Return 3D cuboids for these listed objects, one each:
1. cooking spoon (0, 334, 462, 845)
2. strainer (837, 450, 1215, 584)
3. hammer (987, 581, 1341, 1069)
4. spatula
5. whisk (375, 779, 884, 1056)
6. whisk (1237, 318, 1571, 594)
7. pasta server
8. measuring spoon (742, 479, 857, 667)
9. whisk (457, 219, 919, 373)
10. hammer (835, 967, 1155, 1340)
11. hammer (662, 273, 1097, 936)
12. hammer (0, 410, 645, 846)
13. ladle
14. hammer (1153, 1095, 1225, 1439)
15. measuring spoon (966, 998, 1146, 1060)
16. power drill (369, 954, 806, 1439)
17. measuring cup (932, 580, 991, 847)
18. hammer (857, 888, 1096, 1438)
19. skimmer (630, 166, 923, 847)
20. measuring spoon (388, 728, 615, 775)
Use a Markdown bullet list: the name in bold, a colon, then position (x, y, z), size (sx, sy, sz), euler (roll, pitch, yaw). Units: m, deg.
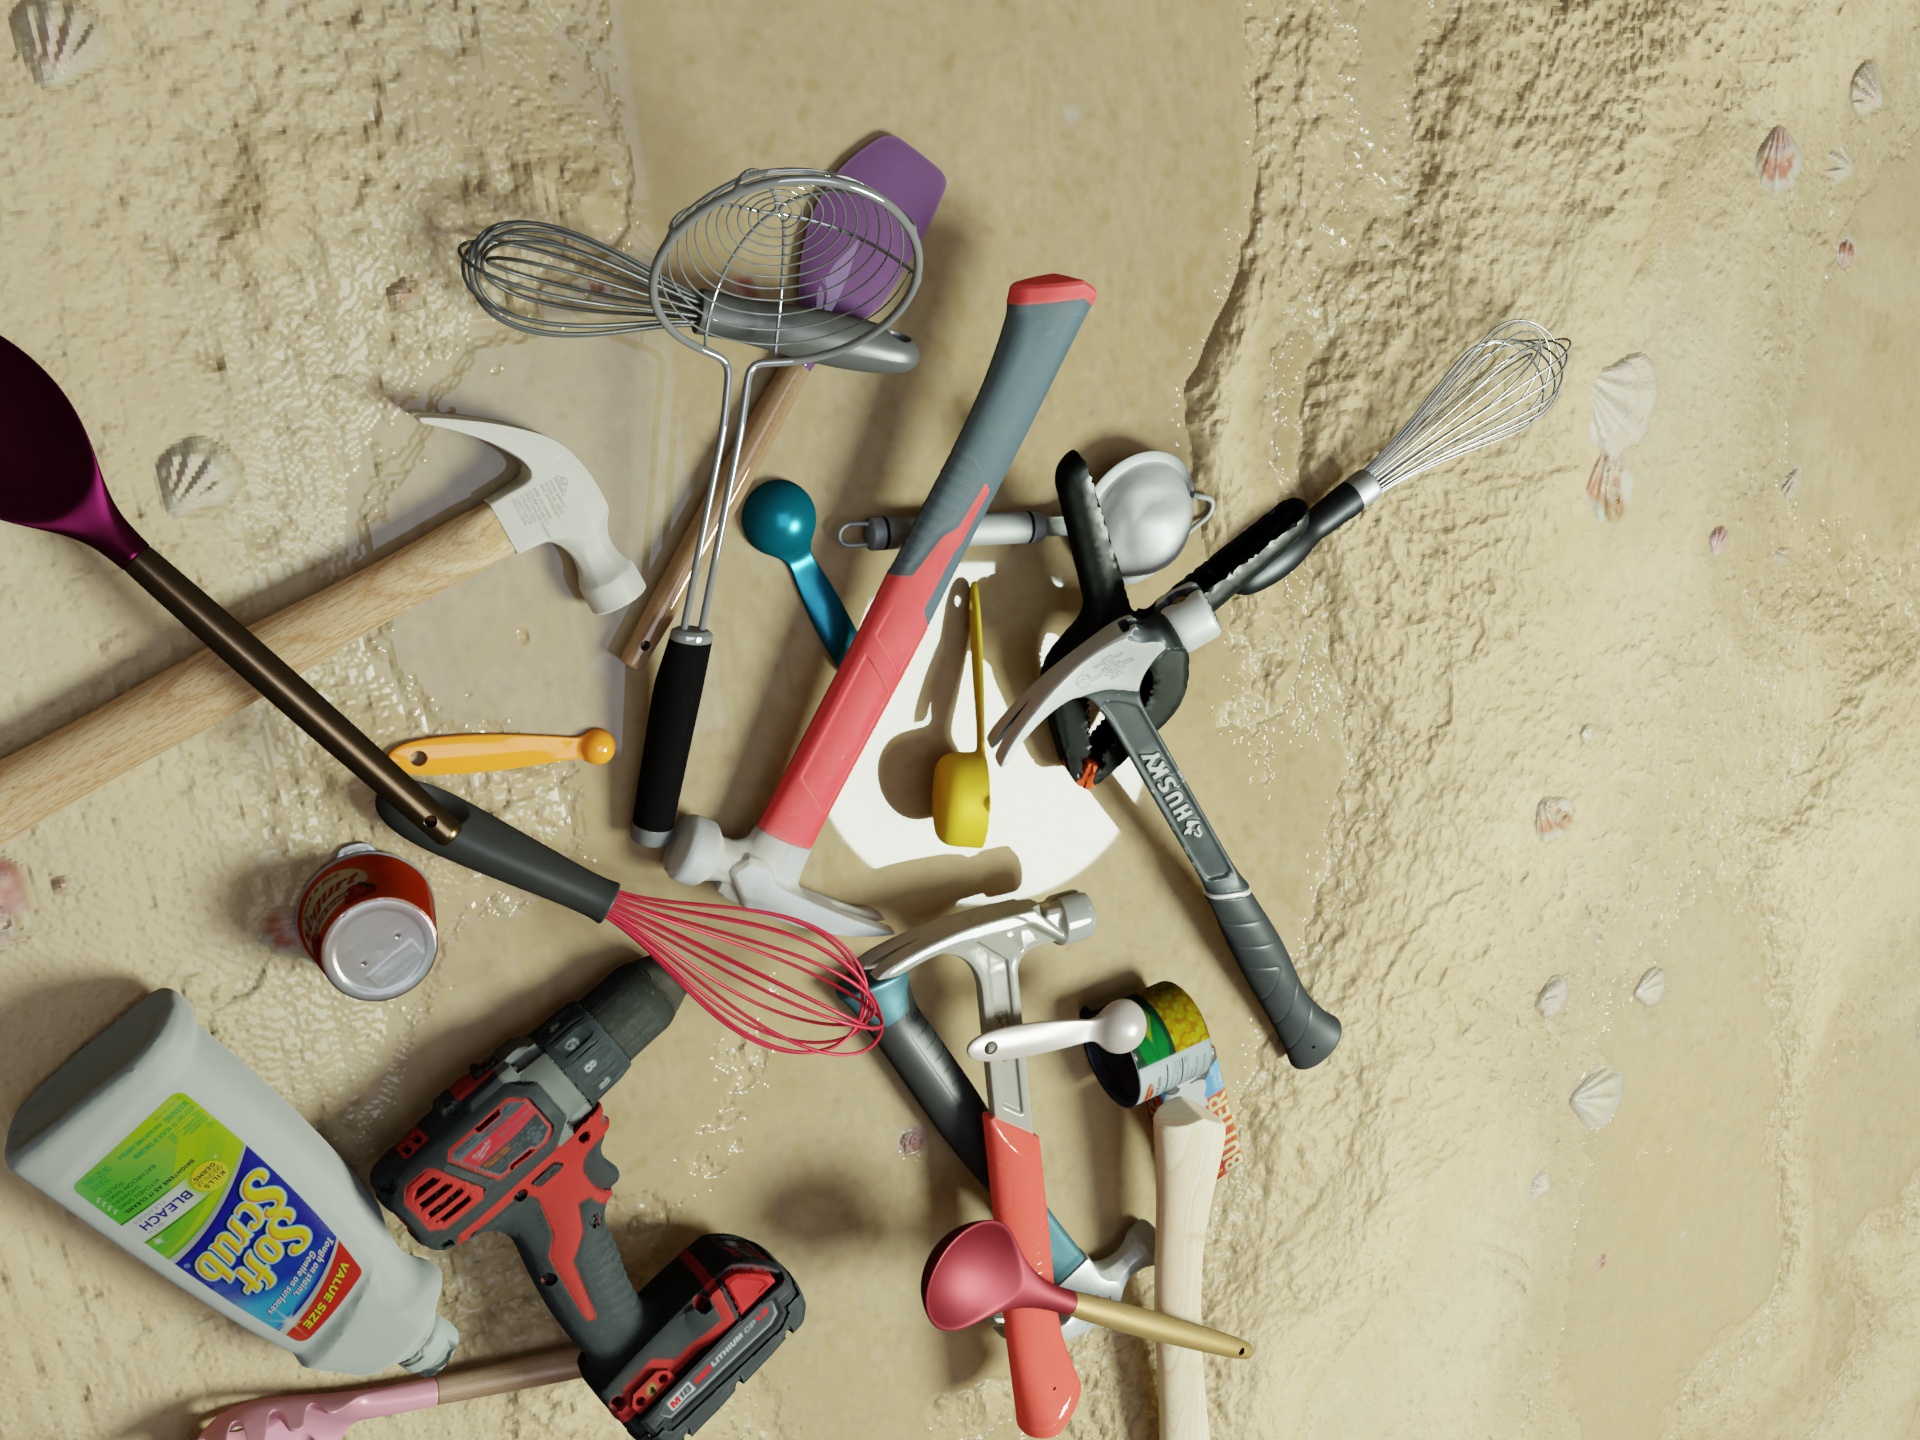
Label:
- **cooking spoon**: position (-0.347, -0.054, 0.710), size (0.069, 0.017, 0.318), euler (-47, 105, -9)
- **strainer**: position (0.050, -0.111, 0.929), size (0.258, 0.050, 0.086), euler (-6, 120, -23)
- **hammer**: position (0.158, 0.099, 1.010), size (0.149, 0.036, 0.408), euler (-29, 126, 5)
- **spatula**: position (-0.101, -0.168, 0.845), size (0.059, 0.018, 0.316), euler (29, 87, -26)
- **whisk**: position (-0.168, 0.104, 0.839), size (0.295, 0.073, 0.073), euler (29, 89, -17)
- **whisk**: position (0.284, -0.168, 1.027), size (0.284, 0.070, 0.070), euler (-37, 117, -9)
- **pasta server**: position (-0.264, 0.376, 0.889), size (0.316, 0.040, 0.060), euler (0, 132, -30)
- **measuring spoon**: position (-0.078, -0.073, 0.878), size (0.042, 0.021, 0.128), euler (-34, 115, -16)
- **whisk**: position (-0.129, -0.204, 0.795), size (0.238, 0.055, 0.055), euler (6, 100, -25)
- **hammer**: position (0.018, 0.276, 1.015), size (0.128, 0.033, 0.330), euler (-38, 117, -15)
- **hammer**: position (-0.017, -0.061, 0.879), size (0.143, 0.038, 0.386), euler (24, 98, -30)
- **hammer**: position (-0.321, -0.038, 0.754), size (0.331, 0.031, 0.130), euler (-33, 116, -17)
- **ladle**: position (0.087, 0.369, 0.998), size (0.315, 0.031, 0.069), euler (30, 84, -36)
- **hammer**: position (0.144, 0.440, 1.096), size (0.146, 0.038, 0.410), euler (-15, 116, -24)
- **measuring spoon**: position (0.061, 0.190, 0.948), size (0.124, 0.018, 0.034), euler (-3, 102, -28)
- **power drill**: position (-0.181, 0.259, 0.872), size (0.188, 0.080, 0.226), euler (-42, 109, -21)
- **measuring cup**: position (-0.001, -0.003, 0.929), size (0.029, 0.062, 0.156), euler (-1, 92, -9)
- **hammer**: position (0.027, 0.286, 0.981), size (0.149, 0.037, 0.359), euler (-13, 107, -26)
- **skimmer**: position (-0.113, -0.088, 0.782), size (0.127, 0.090, 0.363), euler (3, 113, -31)
- **measuring spoon**: position (-0.236, 0.017, 0.825), size (0.117, 0.011, 0.021), euler (-3, 104, -27)
